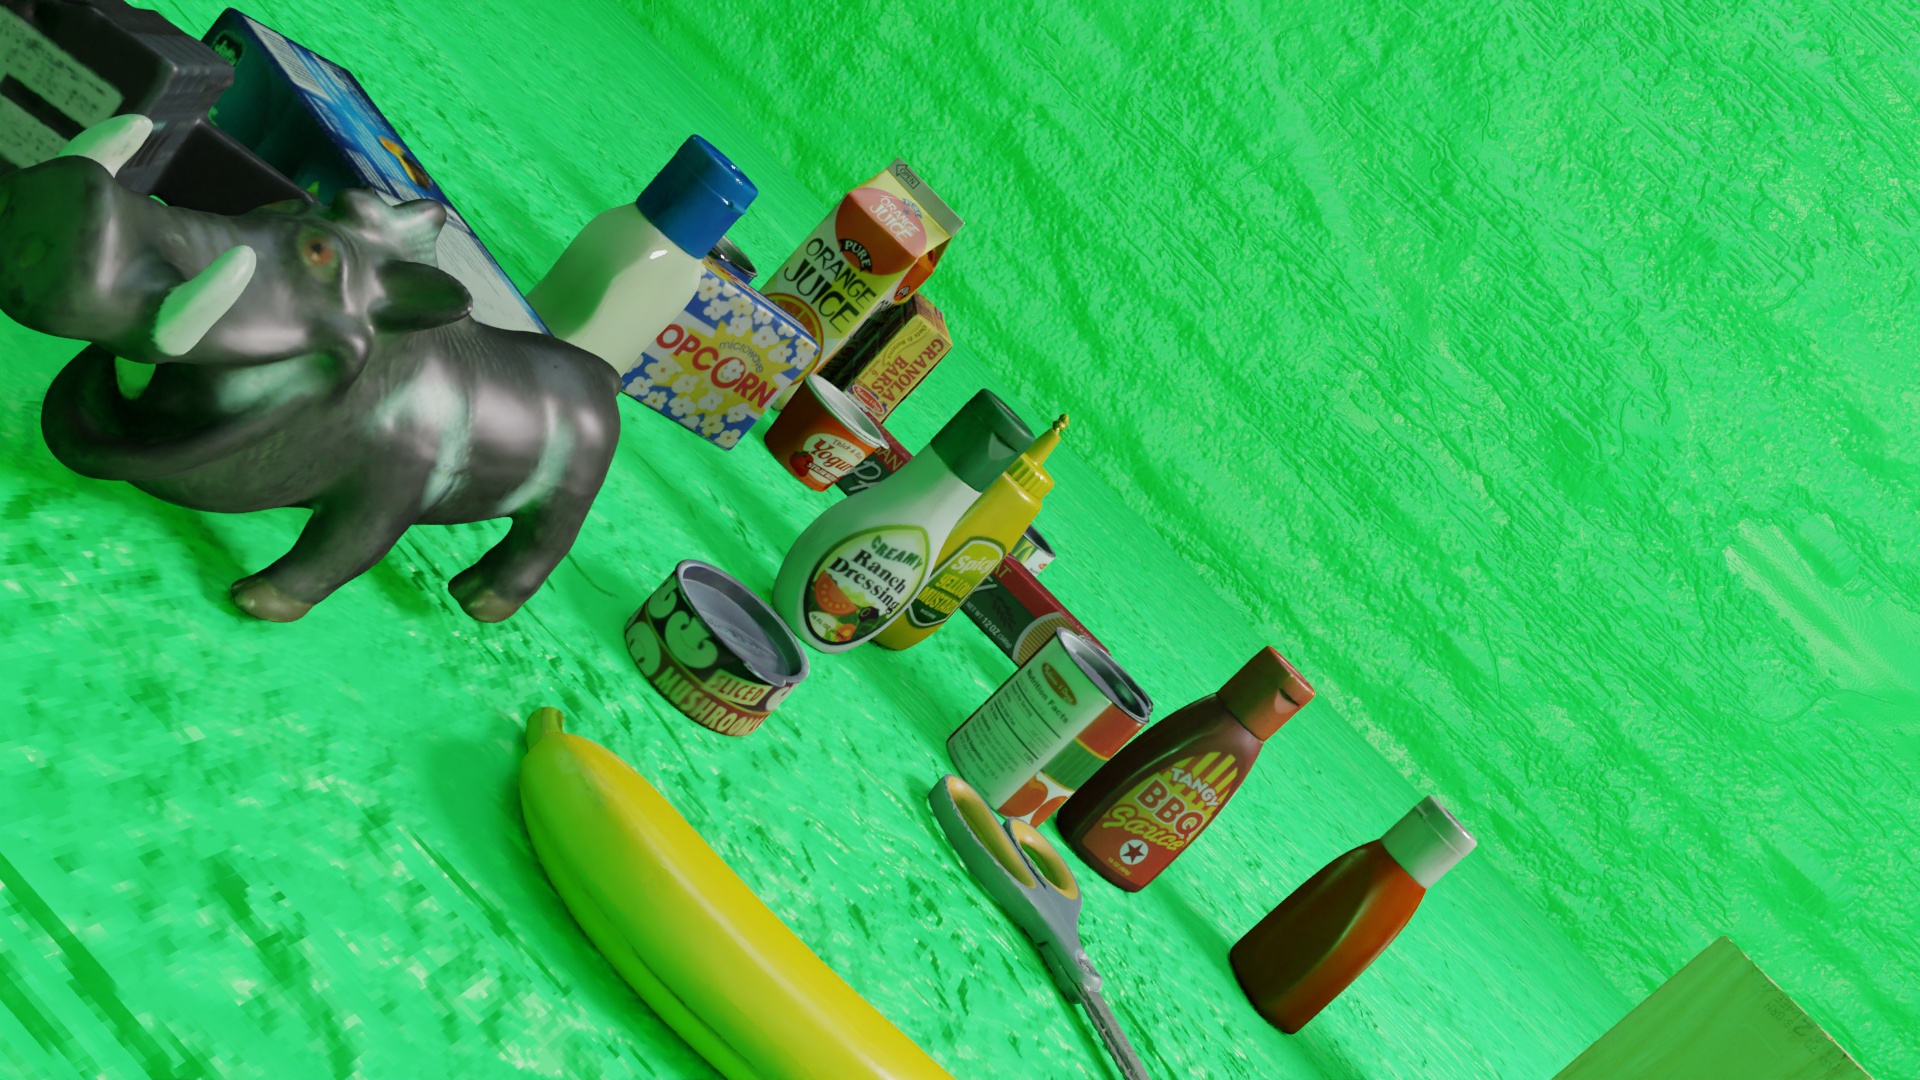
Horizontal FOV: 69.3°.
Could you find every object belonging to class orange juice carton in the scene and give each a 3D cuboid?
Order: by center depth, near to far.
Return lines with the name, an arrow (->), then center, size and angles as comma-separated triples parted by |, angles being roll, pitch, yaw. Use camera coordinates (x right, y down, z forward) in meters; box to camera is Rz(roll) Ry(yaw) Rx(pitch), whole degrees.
orange juice carton -> -0.086, -0.188, 1.024 | 0.072, 0.192, 0.073 | 45, 10, 3

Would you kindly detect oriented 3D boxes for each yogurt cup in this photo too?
yogurt cup -> -0.093, -0.069, 0.920 | 0.072, 0.054, 0.072 | 43, 10, -9

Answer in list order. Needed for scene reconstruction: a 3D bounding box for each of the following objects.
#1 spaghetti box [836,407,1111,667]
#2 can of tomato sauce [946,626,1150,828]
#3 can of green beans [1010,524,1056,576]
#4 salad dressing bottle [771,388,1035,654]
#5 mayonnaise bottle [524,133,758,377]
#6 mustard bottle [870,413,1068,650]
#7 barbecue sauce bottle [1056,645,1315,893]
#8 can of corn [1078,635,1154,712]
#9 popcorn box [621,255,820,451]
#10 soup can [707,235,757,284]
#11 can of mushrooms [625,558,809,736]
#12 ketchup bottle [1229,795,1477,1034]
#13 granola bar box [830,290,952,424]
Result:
spaghetti box -> 0.000, 0.010, 0.973 | 0.250, 0.050, 0.029 | 45, 10, 4
can of tomato sauce -> 0.045, 0.097, 0.711 | 0.071, 0.083, 0.071 | 43, 10, -9
can of green beans -> 0.030, 0.009, 1.072 | 0.071, 0.057, 0.071 | 43, 10, -9
salad dressing bottle -> -0.027, -0.010, 0.675 | 0.064, 0.147, 0.044 | 39, 11, -30
mayonnaise bottle -> -0.147, -0.104, 0.585 | 0.041, 0.148, 0.065 | 47, 10, 17
mustard bottle -> 0.003, -0.009, 0.753 | 0.049, 0.160, 0.065 | 50, 11, 32
barbecue sauce bottle -> 0.123, 0.119, 0.740 | 0.065, 0.148, 0.044 | 40, 11, -23
can of corn -> 0.081, 0.105, 0.884 | 0.071, 0.058, 0.071 | 43, 10, -9
popcorn box -> -0.150, -0.113, 0.783 | 0.126, 0.085, 0.038 | 31, 16, -51
soup can -> -0.177, -0.155, 0.851 | 0.071, 0.083, 0.071 | 43, 10, -9
can of mushrooms -> -0.093, 0.043, 0.534 | 0.071, 0.033, 0.071 | 43, 10, -9
ketchup bottle -> 0.218, 0.204, 0.772 | 0.043, 0.148, 0.065 | 41, 10, -18
granola bar box -> -0.063, -0.131, 1.079 | 0.039, 0.124, 0.166 | 42, 10, -14
